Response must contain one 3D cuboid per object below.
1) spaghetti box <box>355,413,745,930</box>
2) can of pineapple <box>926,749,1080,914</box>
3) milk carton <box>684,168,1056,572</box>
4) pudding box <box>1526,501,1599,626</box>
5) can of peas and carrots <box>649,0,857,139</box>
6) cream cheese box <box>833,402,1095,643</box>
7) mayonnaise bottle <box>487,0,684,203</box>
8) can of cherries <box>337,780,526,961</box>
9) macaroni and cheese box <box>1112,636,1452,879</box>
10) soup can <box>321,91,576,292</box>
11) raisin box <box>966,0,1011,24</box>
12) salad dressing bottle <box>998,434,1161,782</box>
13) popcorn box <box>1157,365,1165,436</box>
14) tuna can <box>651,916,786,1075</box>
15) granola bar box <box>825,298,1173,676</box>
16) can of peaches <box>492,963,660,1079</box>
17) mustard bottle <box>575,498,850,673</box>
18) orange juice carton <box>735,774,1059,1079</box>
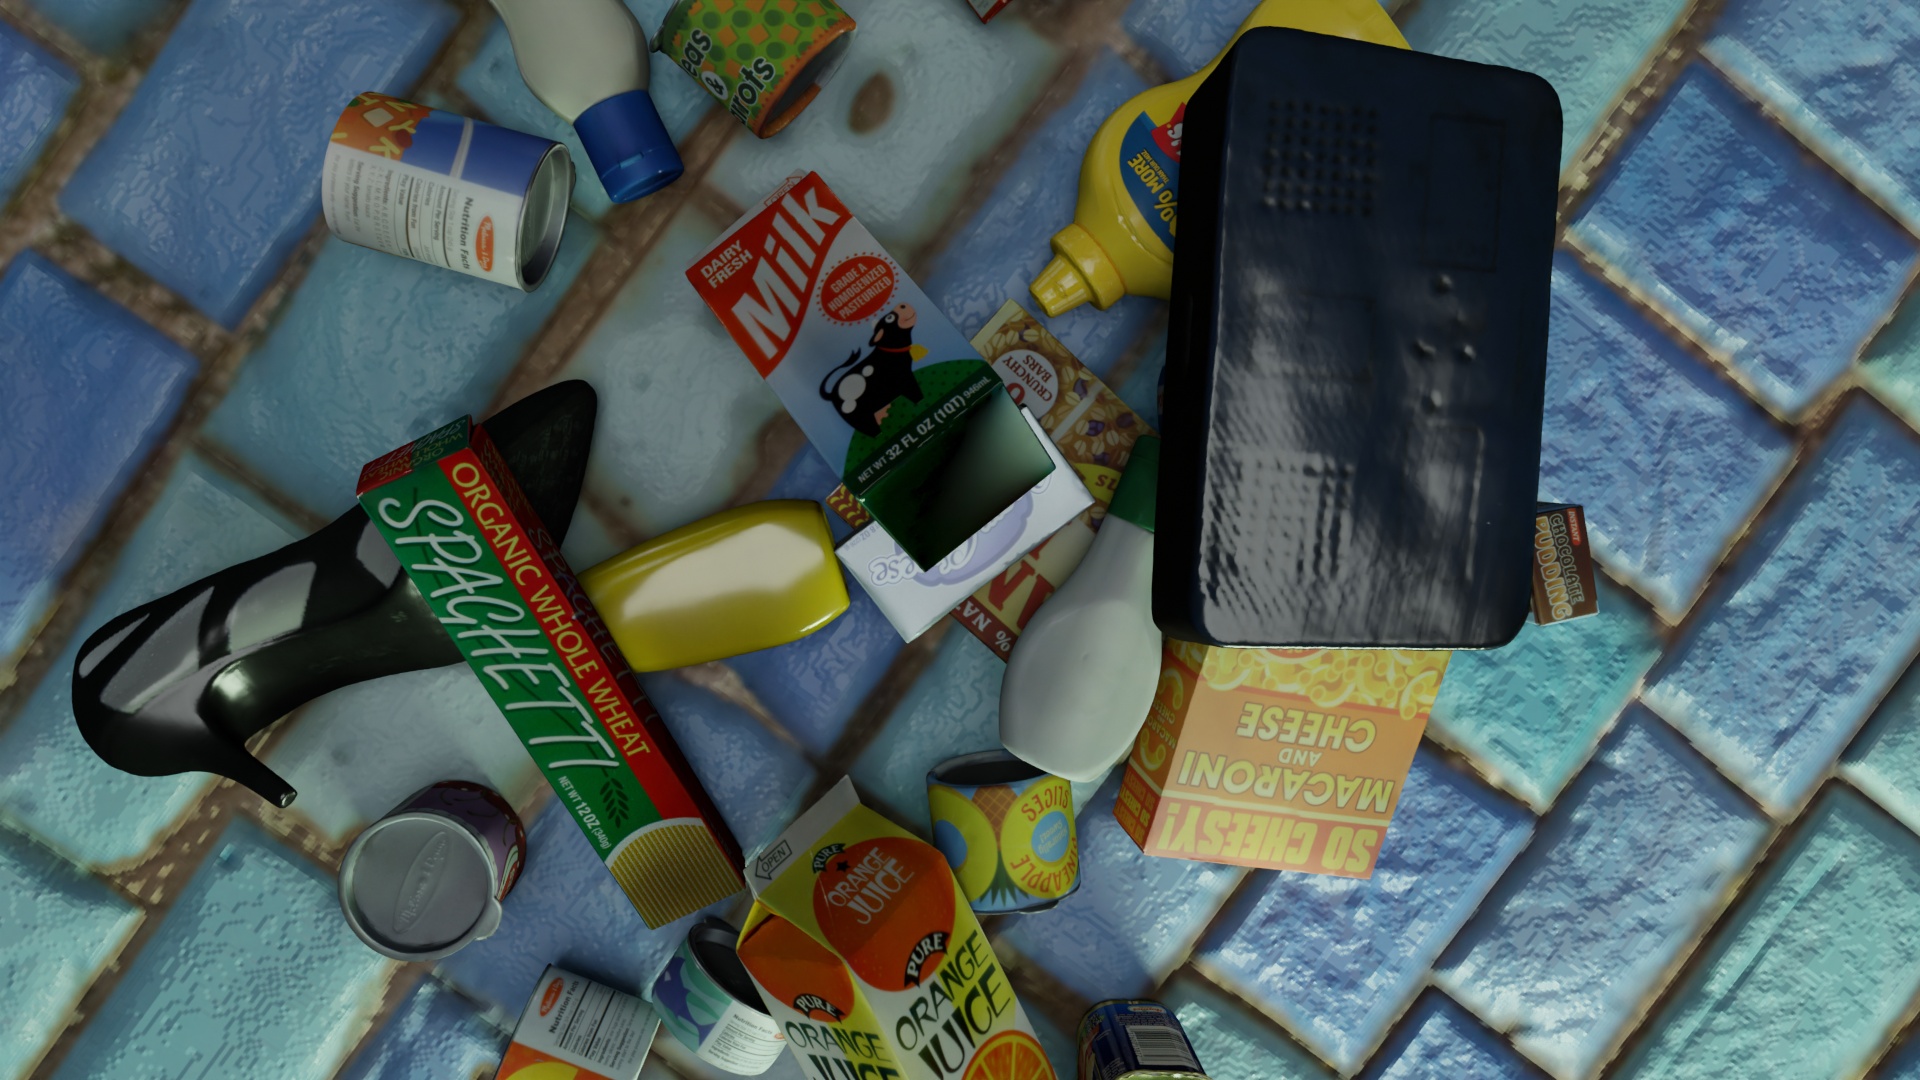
[{"bbox_3d":[-0.166,0.065,0.589,0.050,0.029,0.249,-24,118,-1],"label":"spaghetti box"},{"bbox_3d":[0.021,0.131,0.630,0.071,0.071,0.057,-6,95,-3],"label":"can of pineapple"},{"bbox_3d":[-0.049,-0.085,0.584,0.072,0.073,0.191,-39,58,0],"label":"milk carton"},{"bbox_3d":[0.250,0.008,0.626,0.030,0.084,0.049,-11,95,-3],"label":"pudding box"},{"bbox_3d":[-0.088,-0.215,0.599,0.058,0.071,0.071,41,91,-6],"label":"can of peas and carrots"},{"bbox_3d":[0.002,-0.008,0.601,0.104,0.024,0.053,-38,97,1],"label":"cream cheese box"},{"bbox_3d":[-0.170,-0.223,0.608,0.065,0.041,0.148,-26,96,1],"label":"mayonnaise bottle"},{"bbox_3d":[-0.233,0.148,0.623,0.071,0.058,0.071,0,94,-4],"label":"can of cherries"},{"bbox_3d":[0.151,0.064,0.623,0.124,0.040,0.166,11,103,-20],"label":"macaroni and cheese box"},{"bbox_3d":[-0.218,-0.151,0.599,0.084,0.071,0.071,15,94,-3],"label":"soup can"},{"bbox_3d":[0.007,-0.303,0.600,0.086,0.040,0.123,-41,102,-7],"label":"raisin box"},{"bbox_3d":[0.065,0.028,0.599,0.064,0.044,0.147,23,92,-5],"label":"salad dressing bottle"},{"bbox_3d":[0.157,-0.061,0.615,0.127,0.085,0.038,1,92,-3],"label":"popcorn box"},{"bbox_3d":[-0.106,0.207,0.632,0.071,0.071,0.033,35,93,-5],"label":"tuna can"},{"bbox_3d":[0.041,-0.009,0.636,0.165,0.039,0.124,42,91,-6],"label":"granola bar box"},{"bbox_3d":[-0.175,0.235,0.630,0.058,0.071,0.071,23,93,-5],"label":"can of peaches"},{"bbox_3d":[-0.132,0.027,0.624,0.160,0.049,0.065,-15,99,-2],"label":"mustard bottle"},{"bbox_3d":[-0.029,0.201,0.605,0.072,0.073,0.192,-39,109,-44],"label":"orange juice carton"}]
